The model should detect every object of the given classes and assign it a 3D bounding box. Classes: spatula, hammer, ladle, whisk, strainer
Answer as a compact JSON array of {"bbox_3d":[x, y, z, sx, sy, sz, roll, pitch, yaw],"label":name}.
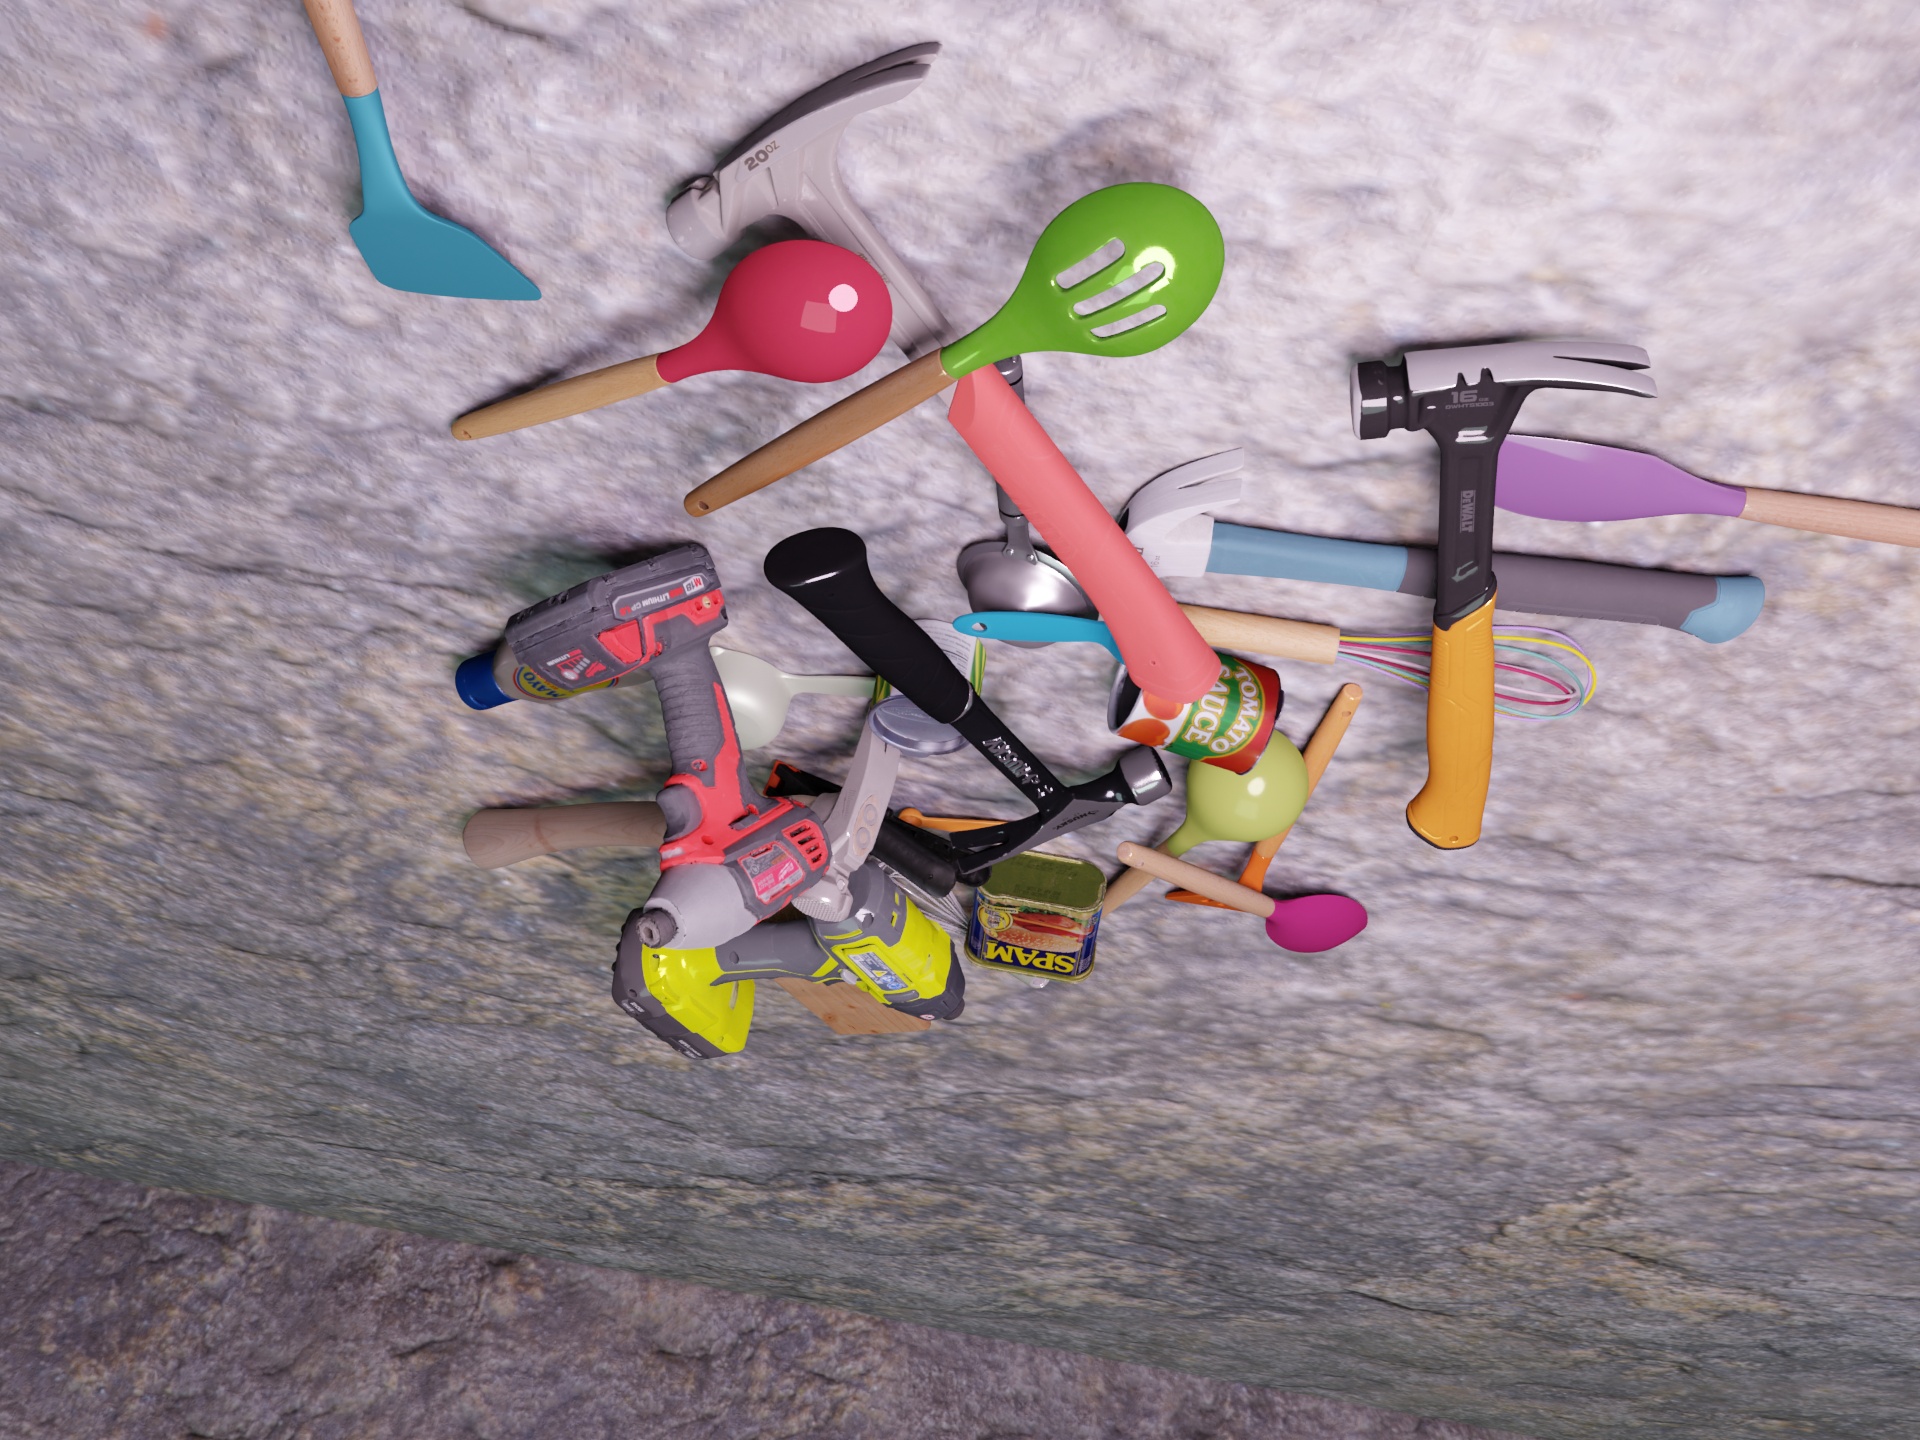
[{"bbox_3d":[-0.251,-0.288,0.648,0.082,0.044,0.317,6,143,7],"label":"spatula"},{"bbox_3d":[-0.001,-0.003,0.890,0.149,0.036,0.408,-26,152,12],"label":"hammer"},{"bbox_3d":[0.214,0.067,1.085,0.081,0.041,0.322,9,144,-3],"label":"spatula"},{"bbox_3d":[0.150,0.087,1.119,0.078,0.062,0.320,43,154,5],"label":"ladle"},{"bbox_3d":[0.264,-0.045,0.808,0.127,0.034,0.336,-2,138,12],"label":"hammer"},{"bbox_3d":[-0.217,0.066,1.139,0.411,0.146,0.038,-4,148,38],"label":"hammer"},{"bbox_3d":[0.233,-0.034,0.899,0.245,0.051,0.047,9,154,6],"label":"whisk"},{"bbox_3d":[0.029,-0.136,0.749,0.149,0.037,0.358,-17,130,36],"label":"hammer"},{"bbox_3d":[-0.156,-0.166,0.762,0.315,0.031,0.069,-4,137,42],"label":"ladle"},{"bbox_3d":[0.245,-0.077,0.836,0.331,0.033,0.128,7,149,4],"label":"hammer"},{"bbox_3d":[0.028,-0.106,0.845,0.087,0.050,0.258,16,147,18],"label":"strainer"},{"bbox_3d":[0.402,-0.100,0.770,0.316,0.018,0.059,9,151,4],"label":"spatula"},{"bbox_3d":[0.003,0.166,1.277,0.058,0.059,0.246,-44,135,7],"label":"whisk"}]

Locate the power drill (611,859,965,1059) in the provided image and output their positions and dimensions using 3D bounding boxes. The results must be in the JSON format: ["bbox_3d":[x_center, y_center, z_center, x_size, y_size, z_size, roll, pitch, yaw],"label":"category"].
[{"bbox_3d":[-0.116,0.177,1.125,0.223,0.080,0.171,-12,139,23],"label":"power drill"}]

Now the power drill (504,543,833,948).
[{"bbox_3d":[-0.165,0.021,0.916,0.078,0.143,0.219,-18,98,36],"label":"power drill"}]

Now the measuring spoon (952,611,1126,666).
[{"bbox_3d":[0.059,-0.043,0.869,0.128,0.021,0.042,3,140,-7],"label":"measuring spoon"}]

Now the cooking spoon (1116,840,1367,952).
[{"bbox_3d":[0.200,0.125,1.105,0.068,0.017,0.318,-37,143,24],"label":"cooking spoon"}]

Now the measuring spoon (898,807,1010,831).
[{"bbox_3d":[0.012,0.075,1.163,0.117,0.011,0.021,5,148,0],"label":"measuring spoon"}]

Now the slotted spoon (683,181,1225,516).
[{"bbox_3d":[-0.022,-0.147,0.707,0.314,0.031,0.070,-19,123,39],"label":"slotted spoon"}]

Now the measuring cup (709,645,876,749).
[{"bbox_3d":[-0.108,-0.009,1.031,0.167,0.038,0.083,2,147,16],"label":"measuring cup"}]
